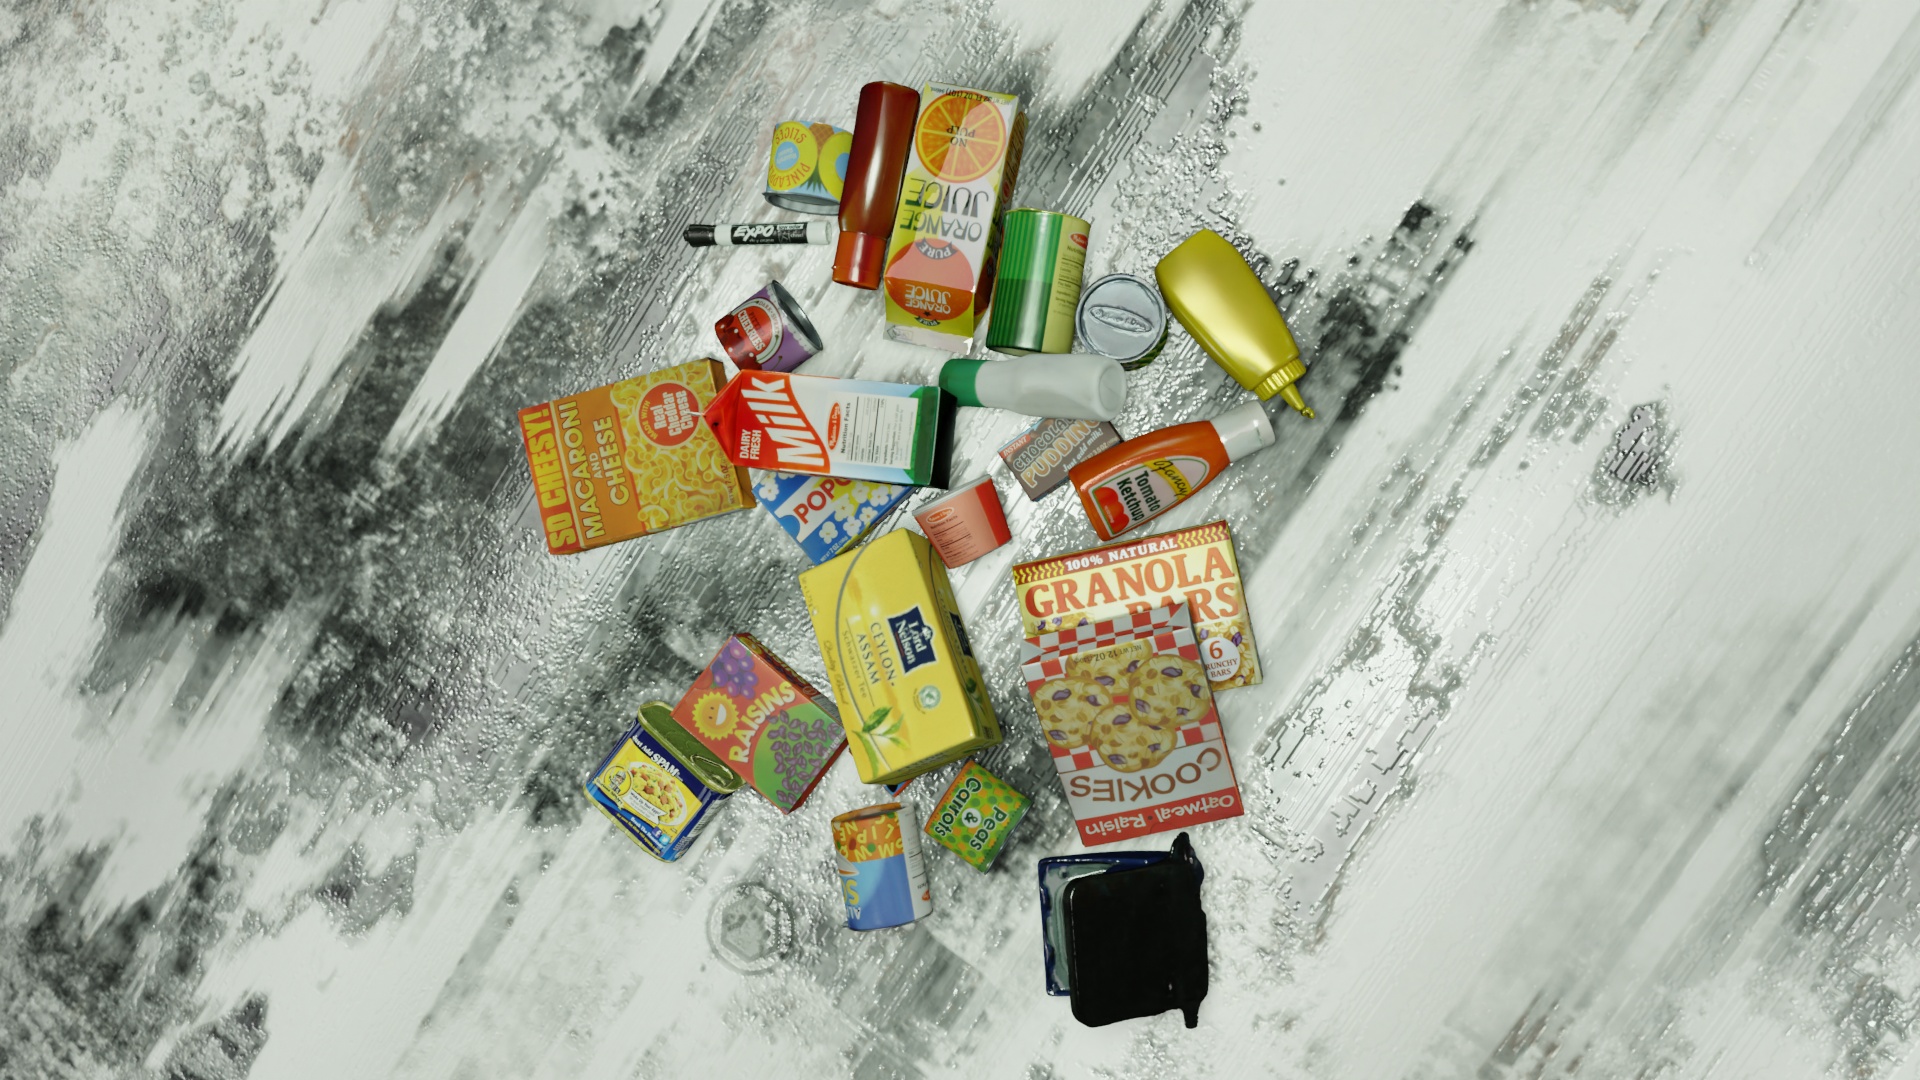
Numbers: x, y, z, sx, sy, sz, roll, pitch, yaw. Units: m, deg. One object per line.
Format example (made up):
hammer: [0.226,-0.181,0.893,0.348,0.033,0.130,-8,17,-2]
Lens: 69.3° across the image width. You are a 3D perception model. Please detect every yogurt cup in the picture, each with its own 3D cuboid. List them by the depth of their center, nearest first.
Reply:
yogurt cup: [0.004,-0.013,1.055,0.072,0.072,0.054,-26,93,10]

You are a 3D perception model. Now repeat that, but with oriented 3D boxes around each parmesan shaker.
parmesan shaker: [0.056,-0.191,1.043,0.071,0.071,0.103,9,92,11]

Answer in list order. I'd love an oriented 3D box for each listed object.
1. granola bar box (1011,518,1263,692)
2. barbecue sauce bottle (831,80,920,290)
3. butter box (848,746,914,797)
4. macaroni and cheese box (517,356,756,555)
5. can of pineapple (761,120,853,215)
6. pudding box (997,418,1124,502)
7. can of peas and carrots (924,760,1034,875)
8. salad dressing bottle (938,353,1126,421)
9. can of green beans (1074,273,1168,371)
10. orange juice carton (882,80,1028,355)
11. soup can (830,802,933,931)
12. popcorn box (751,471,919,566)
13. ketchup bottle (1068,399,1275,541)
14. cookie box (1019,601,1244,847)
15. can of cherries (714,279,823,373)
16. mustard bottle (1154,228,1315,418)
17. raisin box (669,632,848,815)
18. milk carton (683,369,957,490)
granola bar box: [0.132,0.061,1.041,0.165,0.039,0.124,-13,87,10]
barbecue sauce bottle: [-0.066,-0.265,1.044,0.044,0.065,0.148,10,94,-19]
butter box: [-0.033,0.145,1.079,0.053,0.024,0.103,45,97,9]
macaroni and cheese box: [-0.260,-0.065,1.117,0.166,0.040,0.123,-14,87,10]
can of pineapple: [-0.117,-0.289,1.078,0.071,0.071,0.058,7,90,11]
pudding box: [0.076,-0.072,1.058,0.083,0.030,0.050,-34,82,9]
can of peas and carrots: [0.013,0.208,1.046,0.059,0.071,0.071,33,96,10]
salad dressing bottle: [0.050,-0.115,1.028,0.147,0.064,0.044,8,77,38]
can of green beans: [0.121,-0.161,1.036,0.071,0.058,0.071,0,90,11]
orange juice carton: [-0.006,-0.240,1.054,0.072,0.073,0.192,13,92,9]
soup can: [-0.063,0.249,1.062,0.071,0.071,0.084,-11,87,11]
popcorn box: [-0.087,-0.050,1.085,0.126,0.038,0.085,-42,83,7]
ketchup bottle: [0.158,-0.057,1.031,0.149,0.044,0.064,-26,124,4]
cookie box: [0.126,0.137,1.006,0.123,0.040,0.166,-14,114,11]
can of cherries: [-0.150,-0.160,1.082,0.058,0.071,0.071,-33,84,9]
mustard bottle: [0.209,-0.152,1.024,0.065,0.049,0.160,-35,84,6]
raisin box: [-0.154,0.143,1.095,0.123,0.040,0.086,39,97,10]
milk carton: [-0.104,-0.084,1.032,0.191,0.072,0.073,6,90,10]
